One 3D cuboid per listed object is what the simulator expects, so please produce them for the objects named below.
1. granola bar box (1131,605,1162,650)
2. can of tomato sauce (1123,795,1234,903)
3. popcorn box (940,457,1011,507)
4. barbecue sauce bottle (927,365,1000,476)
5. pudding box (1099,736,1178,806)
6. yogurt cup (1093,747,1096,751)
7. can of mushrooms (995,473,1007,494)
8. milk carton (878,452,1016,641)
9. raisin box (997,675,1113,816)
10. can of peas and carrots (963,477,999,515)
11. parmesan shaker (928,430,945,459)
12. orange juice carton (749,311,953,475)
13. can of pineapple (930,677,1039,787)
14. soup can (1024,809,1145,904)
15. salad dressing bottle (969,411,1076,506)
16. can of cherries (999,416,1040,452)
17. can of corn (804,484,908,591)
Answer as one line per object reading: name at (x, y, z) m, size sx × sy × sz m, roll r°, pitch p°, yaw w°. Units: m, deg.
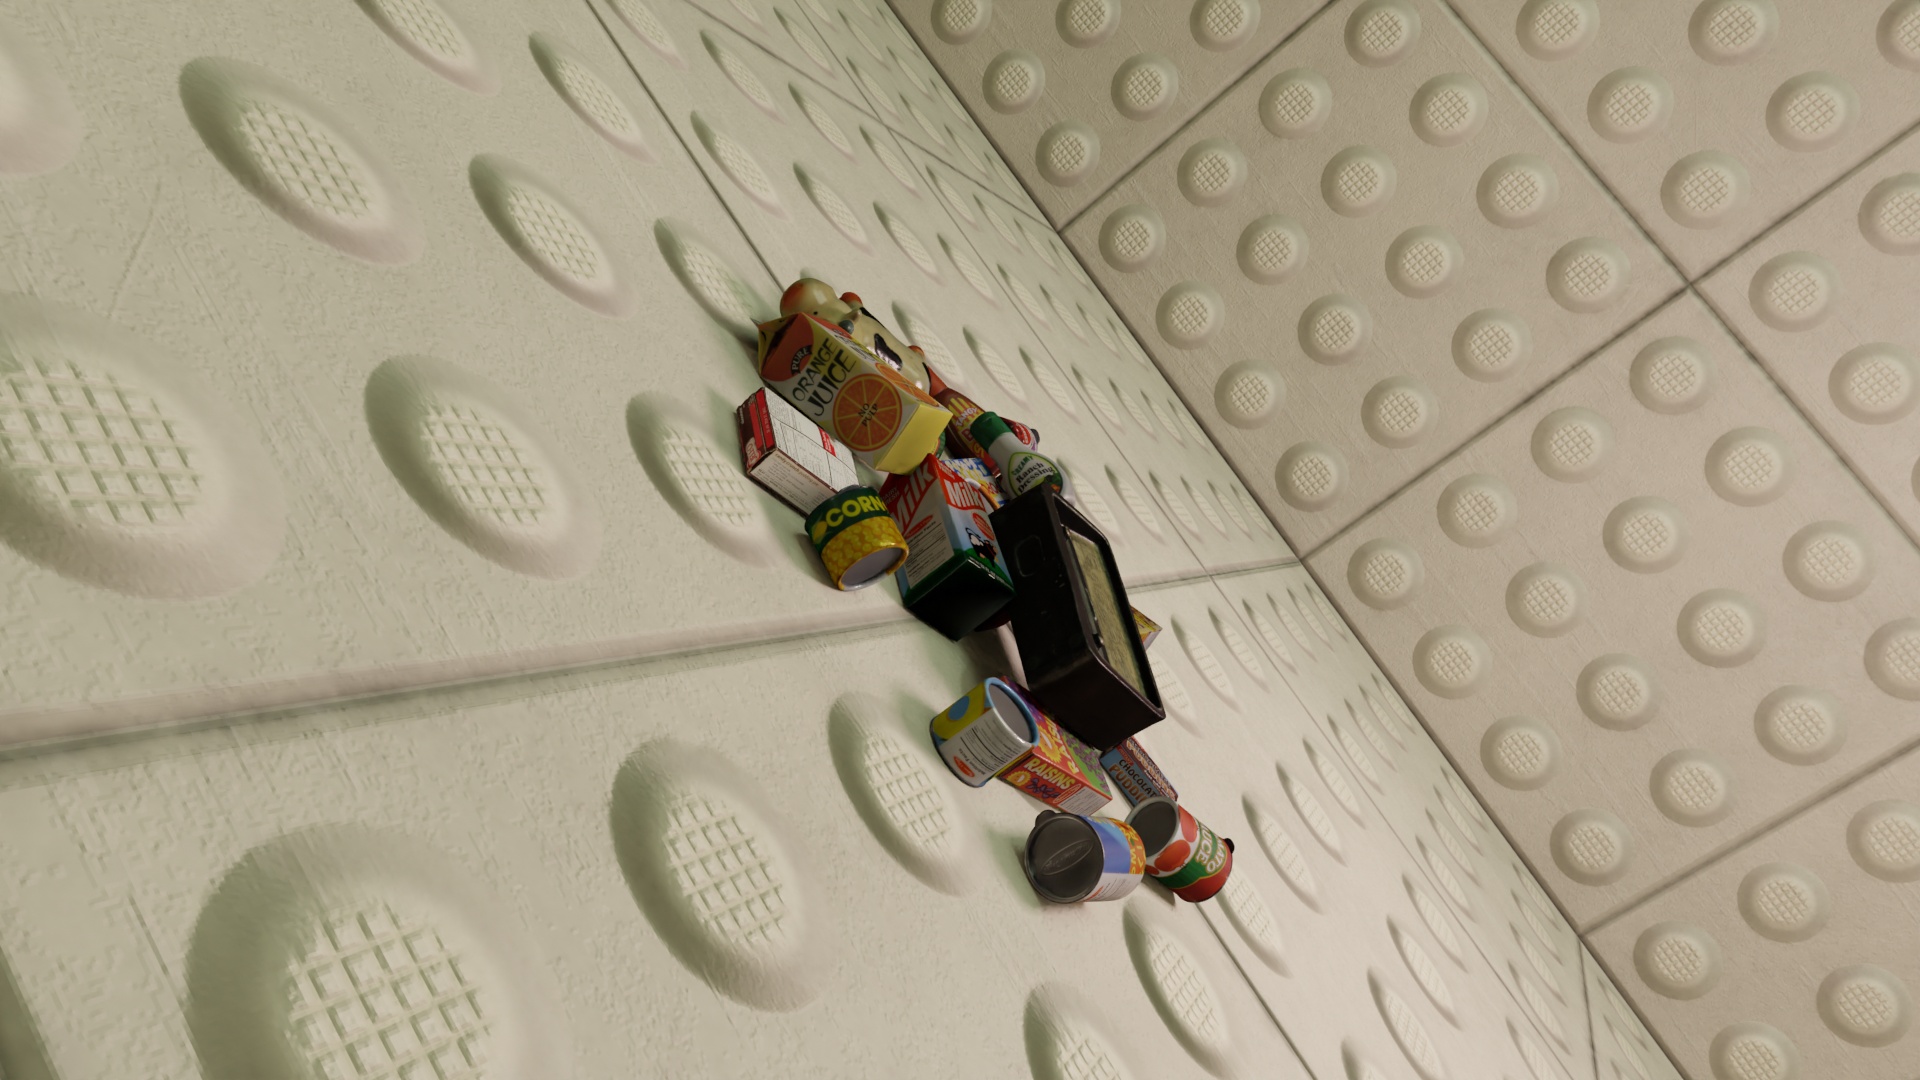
granola bar box at (0.117, 0.060, 1.431) m, size 0.166 × 0.039 × 0.124 m, roll 36°, pitch 12°, yaw 19°
can of tomato sauce at (0.194, 0.275, 1.241) m, size 0.083 × 0.071 × 0.071 m, roll 40°, pitch 21°, yaw -30°
popcorn box at (0.012, -0.042, 1.458) m, size 0.085 × 0.038 × 0.127 m, roll 53°, pitch 18°, yaw 8°
barbecue sauce bottle at (-0.002, -0.135, 1.576) m, size 0.148 × 0.043 × 0.065 m, roll 46°, pitch 60°, yaw 5°
pudding box at (0.173, 0.229, 1.341) m, size 0.083 × 0.030 × 0.050 m, roll 53°, pitch 17°, yaw 2°
yogurt cup at (0.125, 0.155, 1.315) m, size 0.054 × 0.072 × 0.073 m, roll 41°, pitch 19°, yaw -8°
can of mushrooms at (0.062, -0.051, 1.602) m, size 0.071 × 0.033 × 0.071 m, roll 44°, pitch 20°, yaw -21°
milk carton at (-0.019, -0.009, 1.261) m, size 0.072 × 0.073 × 0.191 m, roll 37°, pitch 23°, yaw -38°
raisin box at (0.069, 0.177, 1.177) m, size 0.123 × 0.040 × 0.086 m, roll 36°, pitch 24°, yaw -43°
can of peas and carrots at (0.005, -0.017, 1.359) m, size 0.071 × 0.058 × 0.071 m, roll 45°, pitch 20°, yaw -20°
parmesan shaker at (-0.066, -0.109, 1.343) m, size 0.103 × 0.071 × 0.071 m, roll 24°, pitch 33°, yaw -55°
orange juice carton at (-0.109, -0.143, 1.259) m, size 0.193 × 0.073 × 0.072 m, roll 39°, pitch 13°, yaw 21°
can of pineapple at (0.020, 0.148, 1.081) m, size 0.071 × 0.057 × 0.071 m, roll 45°, pitch 19°, yaw -20°
soup can at (0.096, 0.242, 1.070) m, size 0.084 × 0.071 × 0.071 m, roll 23°, pitch 34°, yaw -58°
salad dressing bottle at (0.065, -0.080, 1.503) m, size 0.148 × 0.064 × 0.044 m, roll 51°, pitch -6°, yaw 29°
can of cherries at (0.052, -0.113, 1.634) m, size 0.071 × 0.071 × 0.058 m, roll 58°, pitch 19°, yaw 18°
can of corn at (-0.082, -0.002, 1.103) m, size 0.058 × 0.071 × 0.071 m, roll 60°, pitch 19°, yaw 22°
